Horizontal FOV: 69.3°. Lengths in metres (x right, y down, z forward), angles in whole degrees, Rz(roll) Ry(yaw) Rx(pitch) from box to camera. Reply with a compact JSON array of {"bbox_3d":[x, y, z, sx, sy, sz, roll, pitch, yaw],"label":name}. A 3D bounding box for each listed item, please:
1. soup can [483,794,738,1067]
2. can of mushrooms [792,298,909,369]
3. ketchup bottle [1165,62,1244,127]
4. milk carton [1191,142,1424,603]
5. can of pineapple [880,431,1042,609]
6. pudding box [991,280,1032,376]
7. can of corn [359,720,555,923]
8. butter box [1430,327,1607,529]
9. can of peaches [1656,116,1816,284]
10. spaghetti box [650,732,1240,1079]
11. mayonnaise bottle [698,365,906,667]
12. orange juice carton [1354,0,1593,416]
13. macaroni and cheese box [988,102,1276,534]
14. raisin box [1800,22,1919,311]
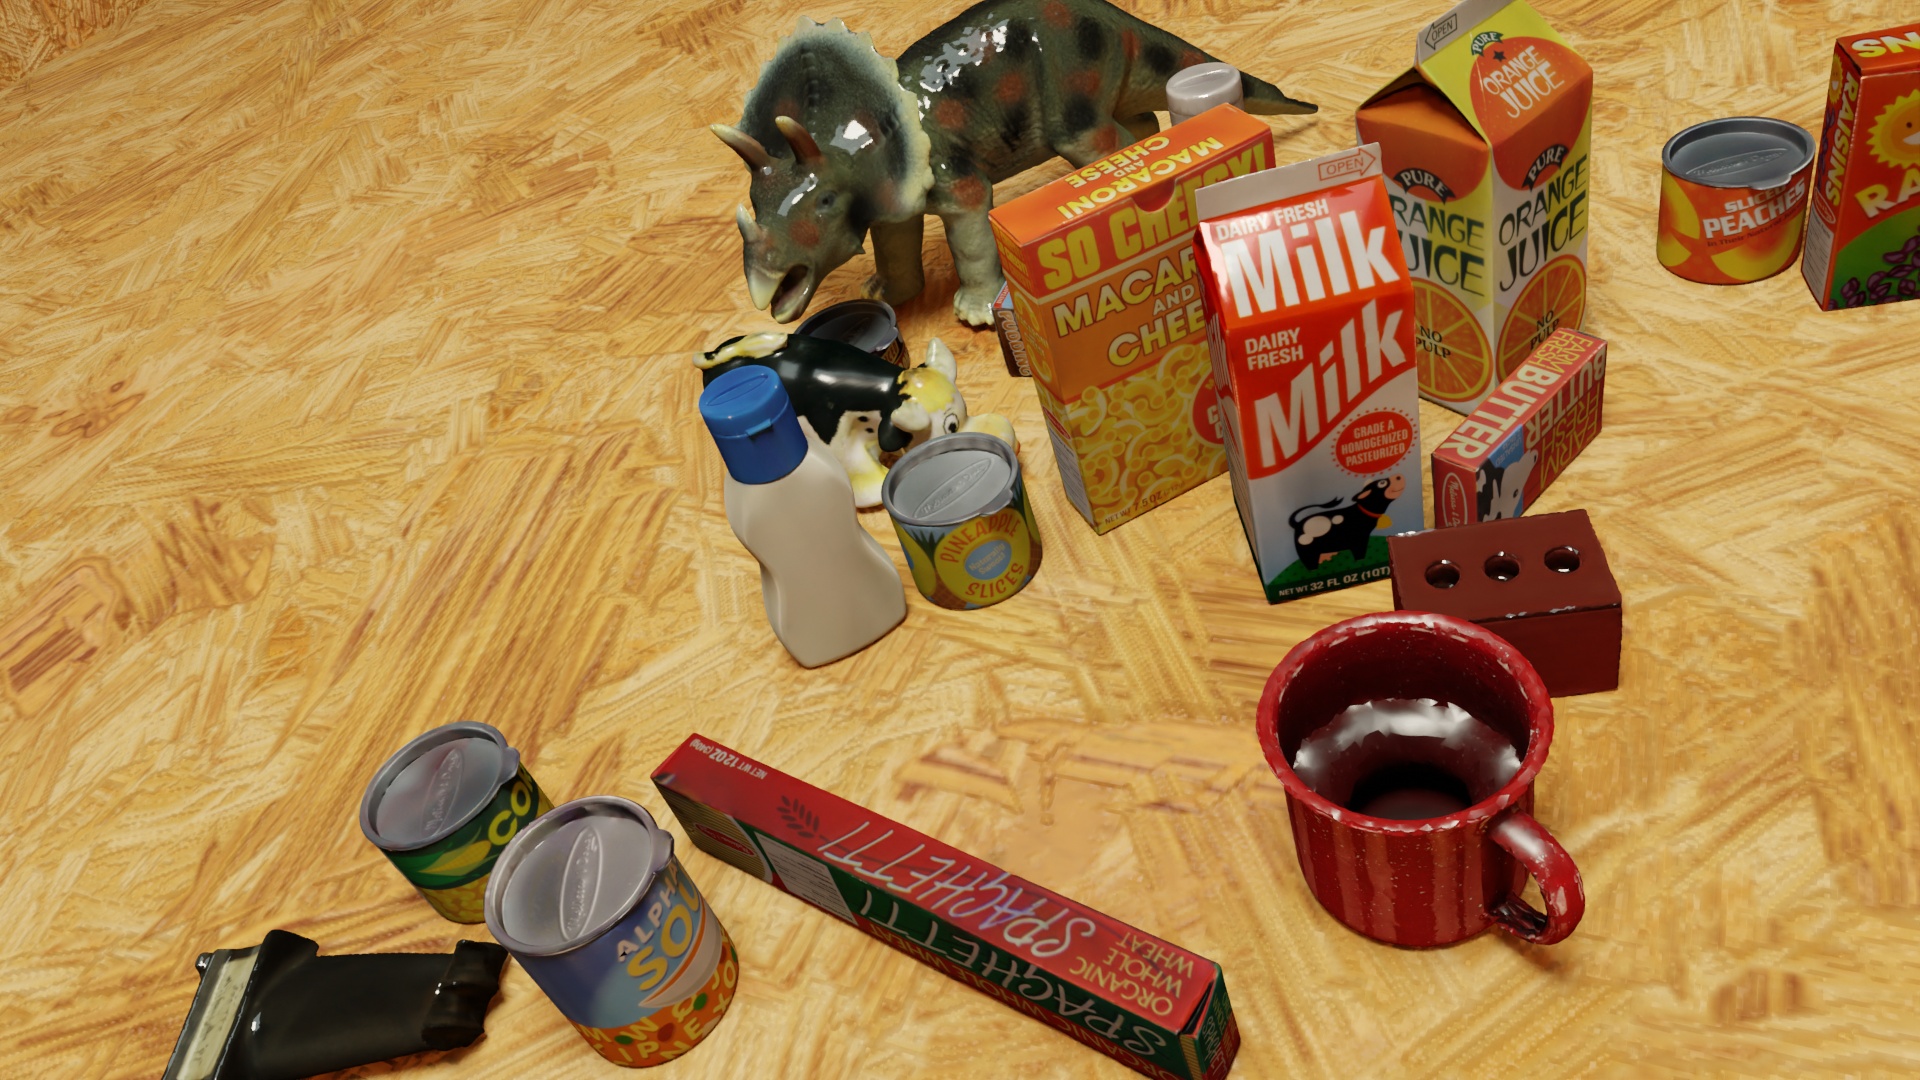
[{"bbox_3d":[-0.125,0.146,0.518,0.071,0.083,0.072,-11,41,10],"label":"soup can"},{"bbox_3d":[-0.063,-0.110,0.819,0.071,0.033,0.071,-11,41,10],"label":"can of mushrooms"},{"bbox_3d":[0.136,-0.171,0.721,0.065,0.148,0.044,-17,40,3],"label":"ketchup bottle"},{"bbox_3d":[0.143,-0.070,0.573,0.072,0.189,0.074,-14,40,7],"label":"milk carton"},{"bbox_3d":[0.002,-0.008,0.661,0.071,0.057,0.071,-11,41,10],"label":"can of pineapple"},{"bbox_3d":[0.048,-0.138,0.795,0.030,0.049,0.084,4,45,25],"label":"pudding box"},{"bbox_3d":[-0.211,0.121,0.599,0.071,0.058,0.071,-11,41,10],"label":"can of corn"},{"bbox_3d":[0.245,-0.044,0.609,0.104,0.053,0.024,-40,44,-23],"label":"butter box"},{"bbox_3d":[0.384,-0.167,0.689,0.071,0.057,0.071,-11,41,10],"label":"can of peaches"},{"bbox_3d":[-0.015,0.133,0.516,0.250,0.050,0.029,16,51,34],"label":"spaghetti box"},{"bbox_3d":[-0.073,-0.010,0.623,0.065,0.147,0.041,-28,41,-9],"label":"mayonnaise bottle"},{"bbox_3d":[0.233,-0.155,0.630,0.072,0.191,0.073,-36,43,-19],"label":"orange juice carton"},{"bbox_3d":[0.093,-0.098,0.642,0.124,0.165,0.040,-27,41,-9],"label":"macaroni and cheese box"},{"bbox_3d":[0.434,-0.168,0.620,0.086,0.122,0.040,-6,42,16],"label":"raisin box"}]
